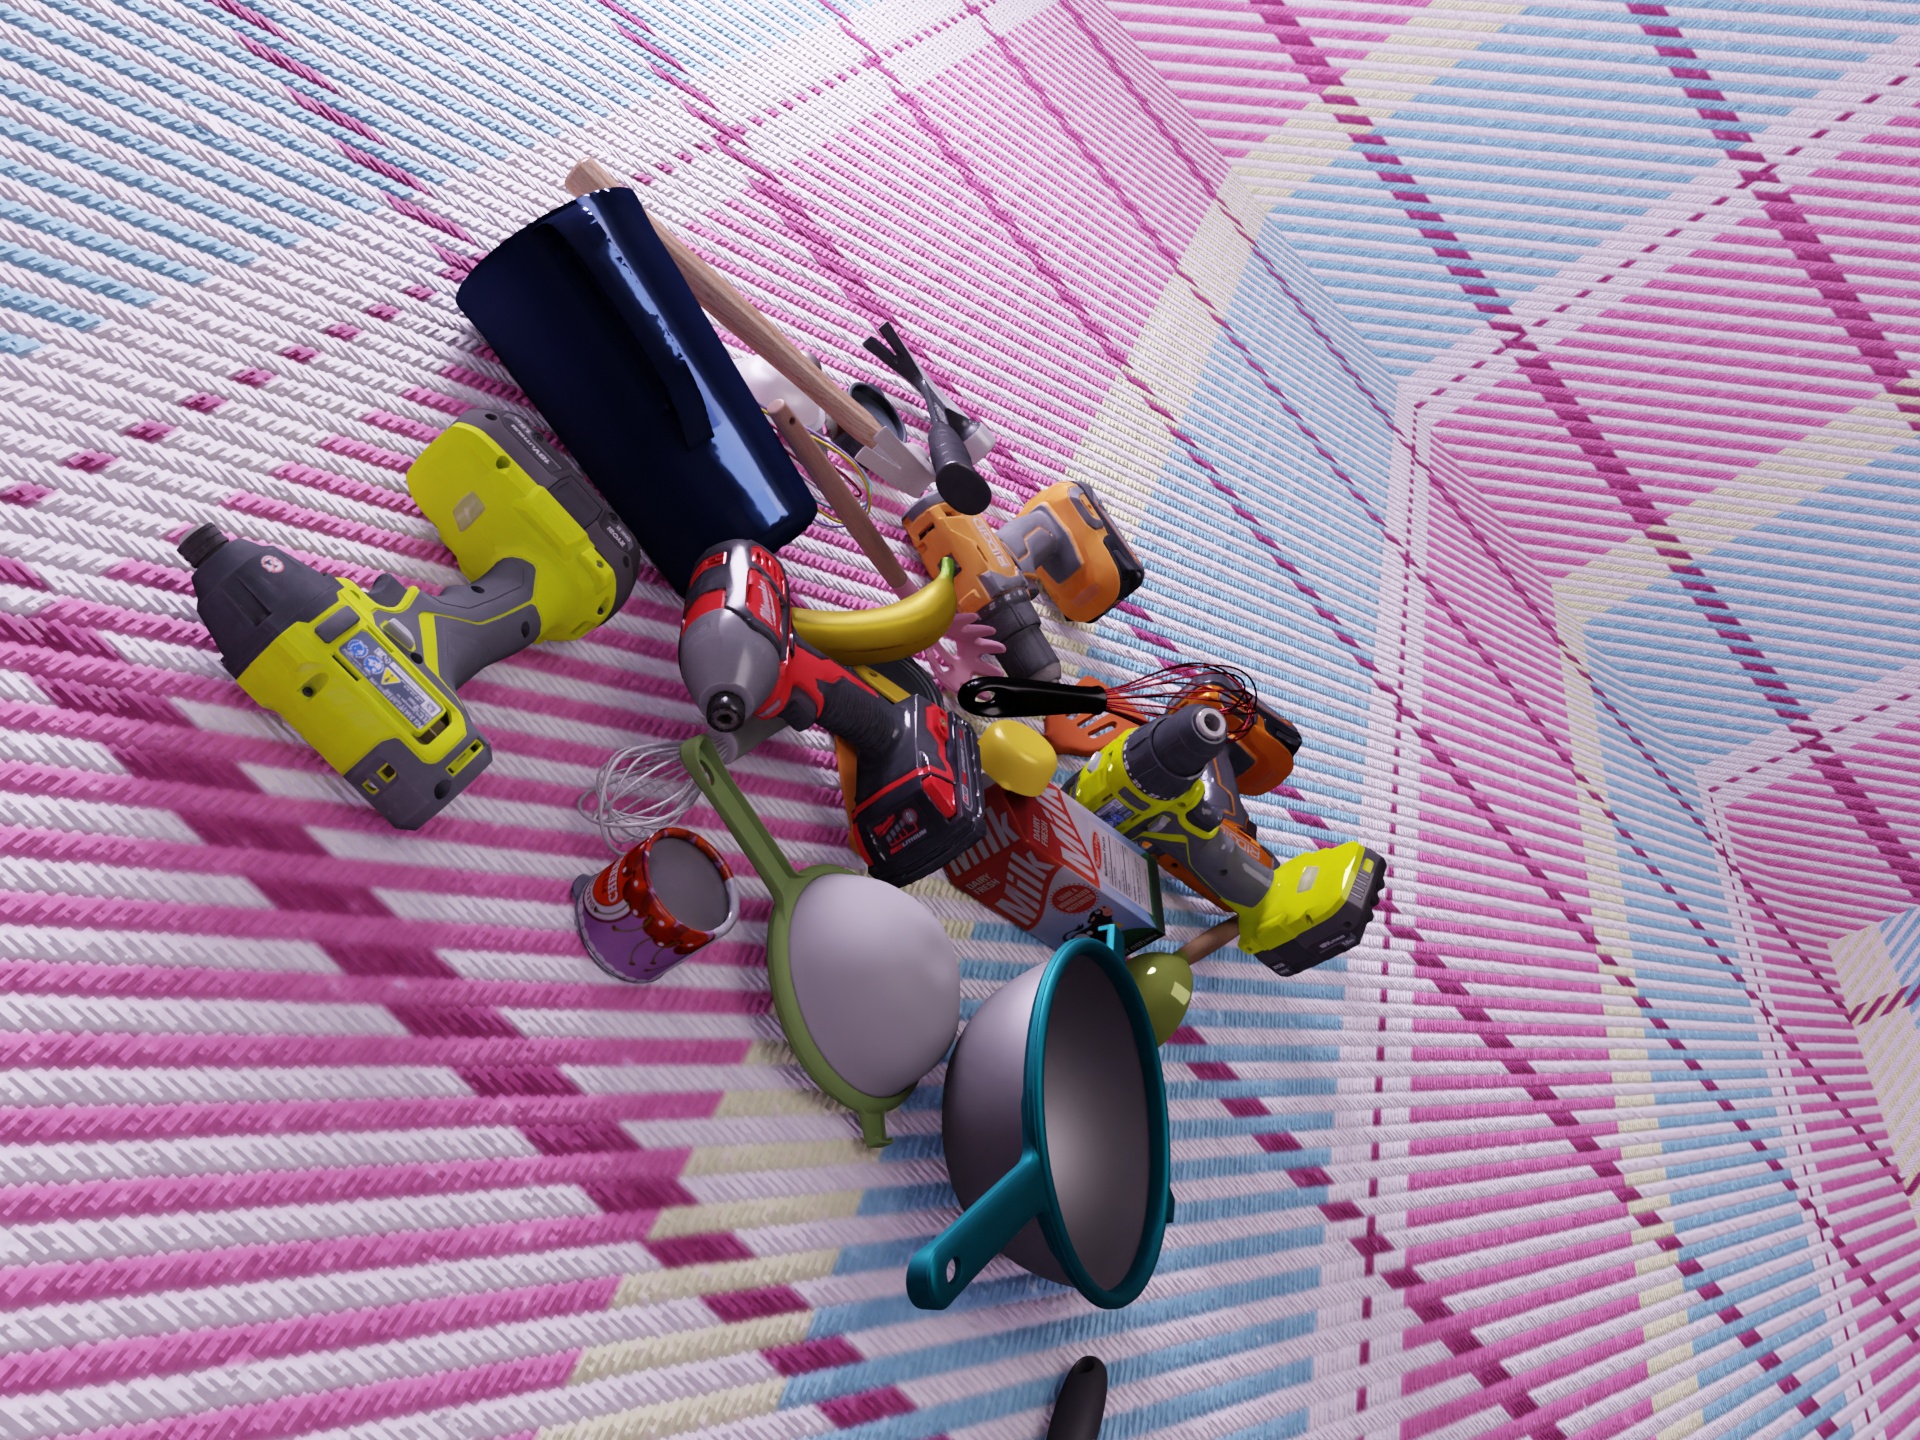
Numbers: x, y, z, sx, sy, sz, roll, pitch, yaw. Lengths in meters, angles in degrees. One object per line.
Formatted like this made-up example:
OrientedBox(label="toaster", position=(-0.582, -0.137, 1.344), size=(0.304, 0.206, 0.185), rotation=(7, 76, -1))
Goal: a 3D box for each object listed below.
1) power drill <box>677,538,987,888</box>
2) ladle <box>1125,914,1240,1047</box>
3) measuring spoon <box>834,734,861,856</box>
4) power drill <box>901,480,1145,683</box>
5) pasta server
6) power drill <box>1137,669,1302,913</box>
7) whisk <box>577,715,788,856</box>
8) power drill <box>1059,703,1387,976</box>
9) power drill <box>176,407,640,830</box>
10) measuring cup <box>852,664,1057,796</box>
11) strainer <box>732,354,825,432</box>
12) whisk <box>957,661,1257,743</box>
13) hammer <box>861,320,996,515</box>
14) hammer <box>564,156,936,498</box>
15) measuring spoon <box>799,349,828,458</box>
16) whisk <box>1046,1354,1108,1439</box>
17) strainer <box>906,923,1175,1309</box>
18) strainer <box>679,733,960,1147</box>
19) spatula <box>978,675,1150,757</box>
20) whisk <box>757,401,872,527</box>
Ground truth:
OrientedBox(label="power drill", position=(-0.082, 0.000, 0.963), size=(0.219, 0.078, 0.143), rotation=(43, 26, -31))
OrientedBox(label="ladle", position=(0.190, 0.192, 1.251), size=(0.062, 0.078, 0.320), rotation=(47, 22, 16))
OrientedBox(label="measuring spoon", position=(-0.071, 0.040, 1.069), size=(0.021, 0.011, 0.117), rotation=(26, 41, -40))
OrientedBox(label="power drill", position=(0.067, -0.115, 1.340), size=(0.226, 0.084, 0.185), rotation=(-17, 72, -54))
OrientedBox(label="pasta server", position=(-0.050, -0.114, 1.127), size=(0.060, 0.040, 0.315), rotation=(-59, 142, -19))
OrientedBox(label="power drill", position=(0.241, 0.075, 1.389), size=(0.164, 0.084, 0.227), rotation=(34, 38, -14))
OrientedBox(label="whisk", position=(-0.148, 0.019, 0.956), size=(0.246, 0.058, 0.059), rotation=(-38, 128, -62))
OrientedBox(label="power drill", position=(0.201, 0.085, 1.190), size=(0.228, 0.190, 0.080), rotation=(35, 56, -7))
OrientedBox(label="power drill", position=(-0.277, -0.068, 0.824), size=(0.171, 0.080, 0.223), rotation=(48, 34, -13))
OrientedBox(label="measuring cup", position=(-0.002, -0.003, 1.077), size=(0.156, 0.029, 0.062), rotation=(33, 23, -6))
OrientedBox(label="strainer", position=(-0.142, -0.207, 1.179), size=(0.086, 0.050, 0.259), rotation=(23, 45, -20))
OrientedBox(label="whisk", position=(0.125, -0.015, 1.262), size=(0.295, 0.073, 0.073), rotation=(2, 58, -32))
OrientedBox(label="hammer", position=(-0.015, -0.227, 1.242), size=(0.149, 0.036, 0.409), rotation=(46, 11, -17))
OrientedBox(label="hammer", position=(-0.145, -0.276, 1.136), size=(0.331, 0.031, 0.130), rotation=(40, 10, -14))
OrientedBox(label="measuring spoon", position=(-0.116, -0.252, 1.276), size=(0.034, 0.018, 0.124), rotation=(21, 46, -44))
OrientedBox(label="whisk", position=(0.048, 0.426, 0.838), size=(0.055, 0.055, 0.239), rotation=(51, 27, -9))
OrientedBox(label="strainer", position=(0.021, 0.246, 0.890), size=(0.340, 0.095, 0.211), rotation=(-15, 94, -64))
OrientedBox(label="strainer", position=(-0.067, 0.105, 0.911), size=(0.256, 0.069, 0.152), rotation=(59, 28, -20))
OrientedBox(label="spatula", position=(0.039, 0.012, 1.222), size=(0.081, 0.041, 0.322), rotation=(42, 26, 25))
OrientedBox(label="whisk", position=(-0.156, -0.226, 1.126), size=(0.245, 0.047, 0.051), rotation=(40, 70, 3))
